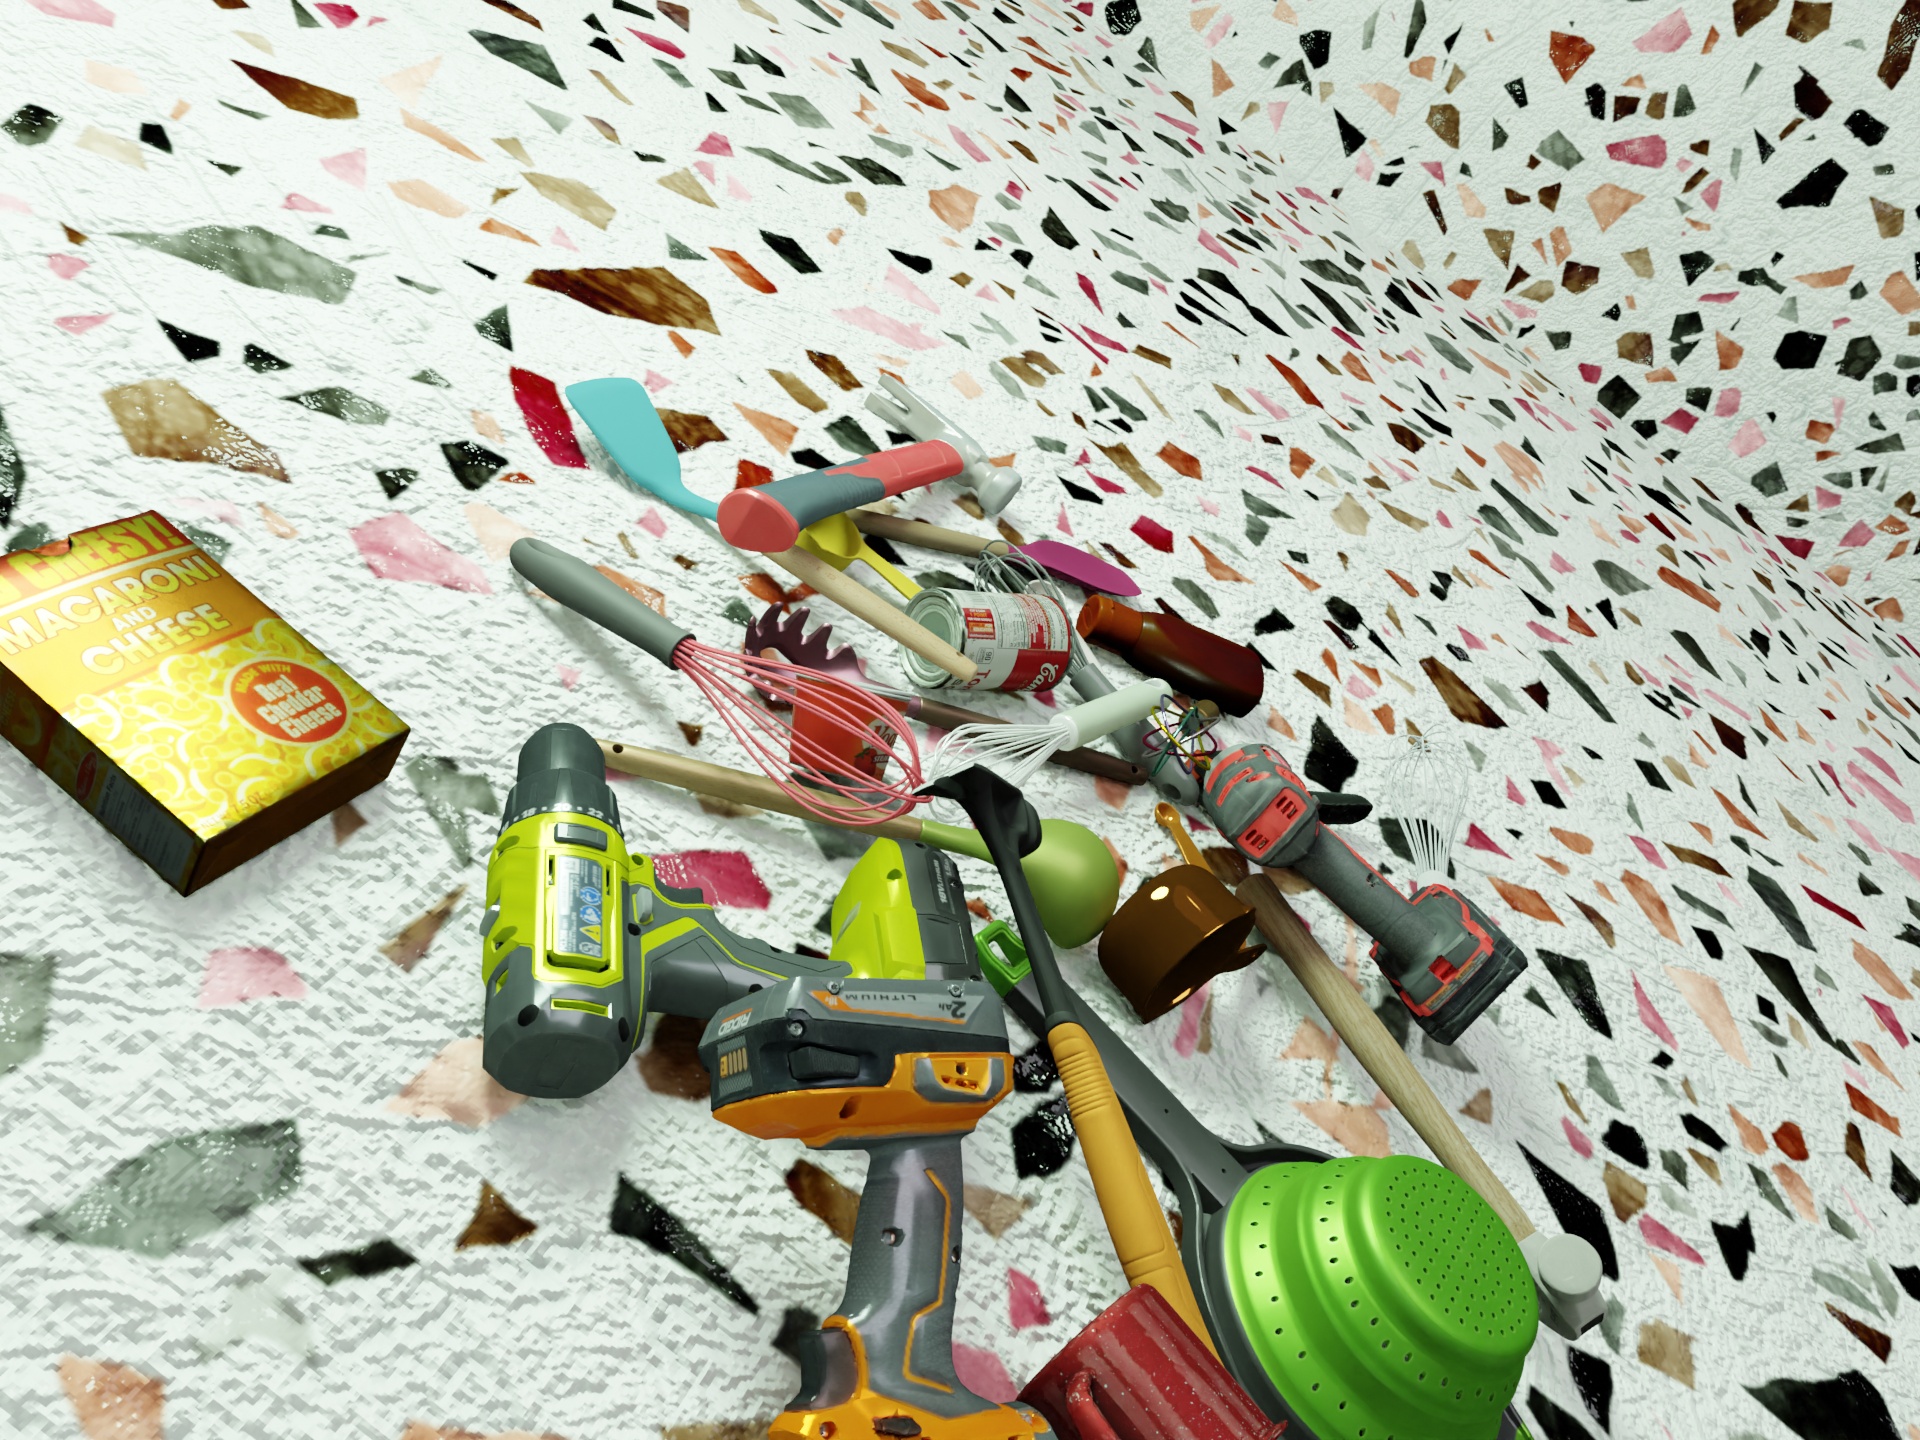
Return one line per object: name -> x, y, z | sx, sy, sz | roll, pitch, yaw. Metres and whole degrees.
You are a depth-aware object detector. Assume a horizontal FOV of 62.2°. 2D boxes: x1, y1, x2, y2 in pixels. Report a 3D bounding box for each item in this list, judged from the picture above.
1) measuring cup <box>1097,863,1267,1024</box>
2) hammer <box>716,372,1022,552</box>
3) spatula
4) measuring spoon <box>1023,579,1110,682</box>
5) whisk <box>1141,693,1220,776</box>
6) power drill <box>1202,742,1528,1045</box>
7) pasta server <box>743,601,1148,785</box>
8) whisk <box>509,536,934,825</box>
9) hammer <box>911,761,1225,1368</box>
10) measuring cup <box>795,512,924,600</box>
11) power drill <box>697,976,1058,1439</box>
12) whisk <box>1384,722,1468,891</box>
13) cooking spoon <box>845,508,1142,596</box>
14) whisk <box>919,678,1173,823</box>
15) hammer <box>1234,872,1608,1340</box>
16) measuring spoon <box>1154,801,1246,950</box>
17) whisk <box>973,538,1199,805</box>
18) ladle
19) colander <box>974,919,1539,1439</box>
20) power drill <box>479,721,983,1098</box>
measuring cup -> 0.141, 0.128, 0.957 | 0.052, 0.095, 0.173 | 46, 16, 23
hammer -> -0.075, -0.176, 1.097 | 0.143, 0.038, 0.386 | 40, 24, 7
spatula -> -0.117, -0.121, 1.017 | 0.317, 0.044, 0.082 | 33, 26, 11
measuring spoon -> 0.081, -0.050, 1.165 | 0.034, 0.018, 0.124 | -14, 64, -35
whisk -> 0.158, 0.007, 1.080 | 0.047, 0.051, 0.245 | 19, 8, 12
power drill -> 0.248, 0.098, 1.028 | 0.219, 0.078, 0.143 | 40, 9, -7
pasta server -> -0.002, -0.003, 1.009 | 0.316, 0.040, 0.060 | 17, 65, -29
whisk -> -0.136, -0.028, 0.864 | 0.296, 0.073, 0.073 | 31, 31, 20
hammer -> 0.061, 0.179, 0.772 | 0.337, 0.034, 0.127 | 70, 12, 21
measuring cup -> -0.059, -0.095, 1.087 | 0.156, 0.029, 0.062 | 38, 32, -20
power drill -> -0.045, 0.219, 0.618 | 0.164, 0.084, 0.227 | 8, 66, -35
whisk -> 0.352, 0.101, 1.186 | 0.070, 0.070, 0.285 | 29, 39, -11
cooking spoon -> 0.011, -0.130, 1.190 | 0.318, 0.017, 0.069 | 9, 32, -36
whisk -> 0.061, 0.011, 1.014 | 0.058, 0.059, 0.246 | 20, 27, 37
hammer -> 0.263, 0.217, 0.946 | 0.332, 0.031, 0.129 | 56, -4, 41
measuring spoon -> 0.157, 0.103, 1.051 | 0.021, 0.011, 0.117 | 1, 51, -40
whisk -> 0.089, -0.034, 1.121 | 0.239, 0.055, 0.055 | 50, 36, 13
ladle -> -0.053, 0.062, 0.891 | 0.320, 0.062, 0.078 | 16, 52, -18
colander -> 0.165, 0.232, 0.822 | 0.397, 0.094, 0.204 | 46, 35, 13
power drill -> -0.112, 0.094, 0.758 | 0.228, 0.080, 0.191 | 15, 40, -26
